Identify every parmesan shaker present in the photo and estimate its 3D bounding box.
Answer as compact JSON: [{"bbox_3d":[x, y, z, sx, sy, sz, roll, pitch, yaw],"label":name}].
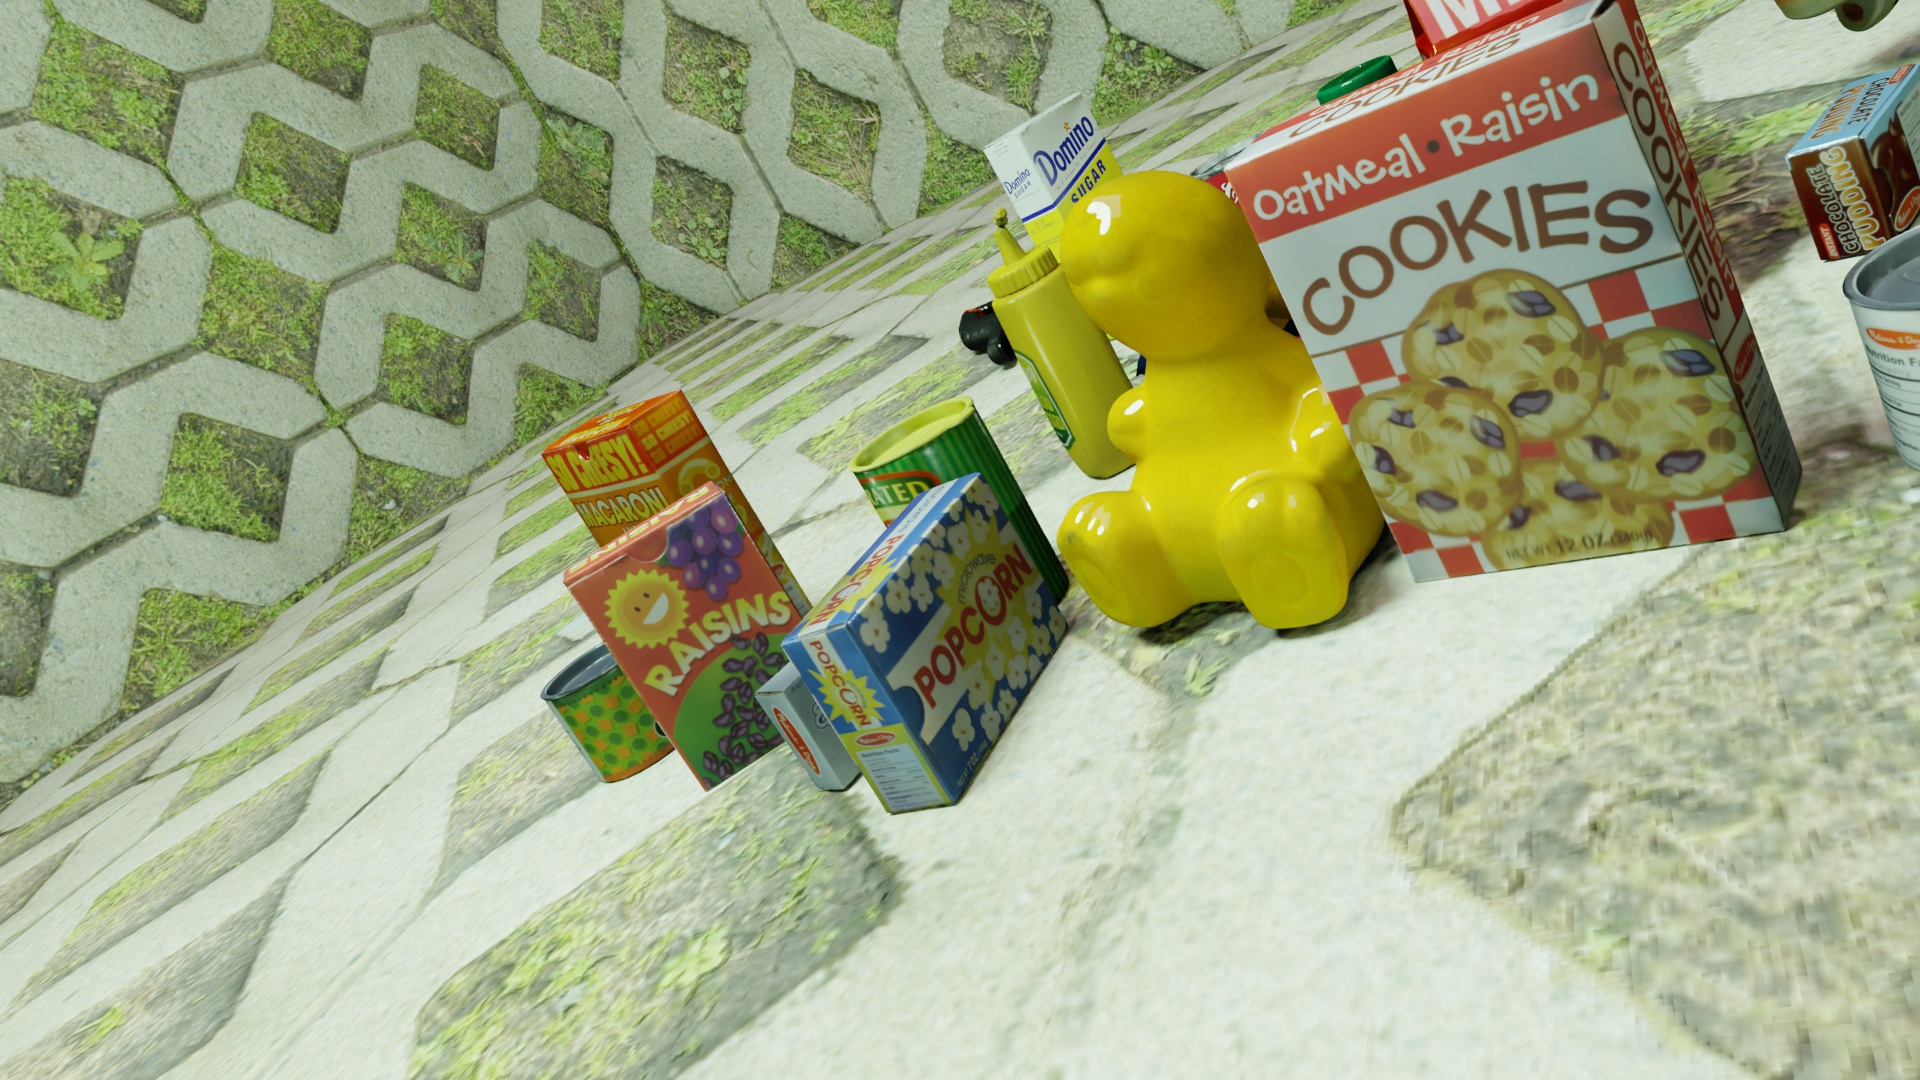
[{"bbox_3d":[0.002,-0.008,0.659,0.071,0.103,0.071,-27,16,9],"label":"parmesan shaker"}]

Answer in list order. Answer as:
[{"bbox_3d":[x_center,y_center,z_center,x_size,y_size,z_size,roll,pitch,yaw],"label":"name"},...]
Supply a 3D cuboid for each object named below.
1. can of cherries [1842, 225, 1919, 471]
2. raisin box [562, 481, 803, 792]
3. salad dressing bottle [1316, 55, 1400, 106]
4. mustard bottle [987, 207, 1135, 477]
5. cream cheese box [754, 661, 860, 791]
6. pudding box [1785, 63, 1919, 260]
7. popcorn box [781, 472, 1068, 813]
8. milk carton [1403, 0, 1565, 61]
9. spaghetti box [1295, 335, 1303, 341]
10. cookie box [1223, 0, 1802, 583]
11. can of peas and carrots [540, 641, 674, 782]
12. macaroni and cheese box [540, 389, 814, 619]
[{"bbox_3d":[0.299,-0.059,0.395,0.071,0.058,0.072,-27,16,9],"label":"can of cherries"},{"bbox_3d":[-0.122,0.046,0.672,0.086,0.123,0.040,-32,16,-9],"label":"raisin box"},{"bbox_3d":[0.214,-0.153,0.654,0.044,0.147,0.064,-15,21,41],"label":"salad dressing bottle"},{"bbox_3d":[0.054,-0.113,0.781,0.049,0.160,0.065,-31,16,-4],"label":"mustard bottle"},{"bbox_3d":[-0.040,0.059,0.620,0.024,0.053,0.104,-13,23,45],"label":"cream cheese box"},{"bbox_3d":[0.375,-0.156,0.571,0.084,0.049,0.030,-40,19,-32],"label":"pudding box"},{"bbox_3d":[-0.010,0.039,0.573,0.038,0.085,0.127,-18,20,35],"label":"popcorn box"},{"bbox_3d":[0.253,-0.180,0.596,0.072,0.190,0.074,-24,17,19],"label":"milk carton"},{"bbox_3d":[0.186,-0.072,0.636,0.029,0.050,0.249,-39,19,-30],"label":"spaghetti box"},{"bbox_3d":[0.176,-0.073,0.448,0.122,0.167,0.040,-13,23,45],"label":"cookie box"},{"bbox_3d":[-0.183,0.089,0.760,0.071,0.058,0.071,-27,16,9],"label":"can of peas and carrots"},{"bbox_3d":[-0.148,0.007,0.754,0.040,0.166,0.123,-40,19,-32],"label":"macaroni and cheese box"}]
